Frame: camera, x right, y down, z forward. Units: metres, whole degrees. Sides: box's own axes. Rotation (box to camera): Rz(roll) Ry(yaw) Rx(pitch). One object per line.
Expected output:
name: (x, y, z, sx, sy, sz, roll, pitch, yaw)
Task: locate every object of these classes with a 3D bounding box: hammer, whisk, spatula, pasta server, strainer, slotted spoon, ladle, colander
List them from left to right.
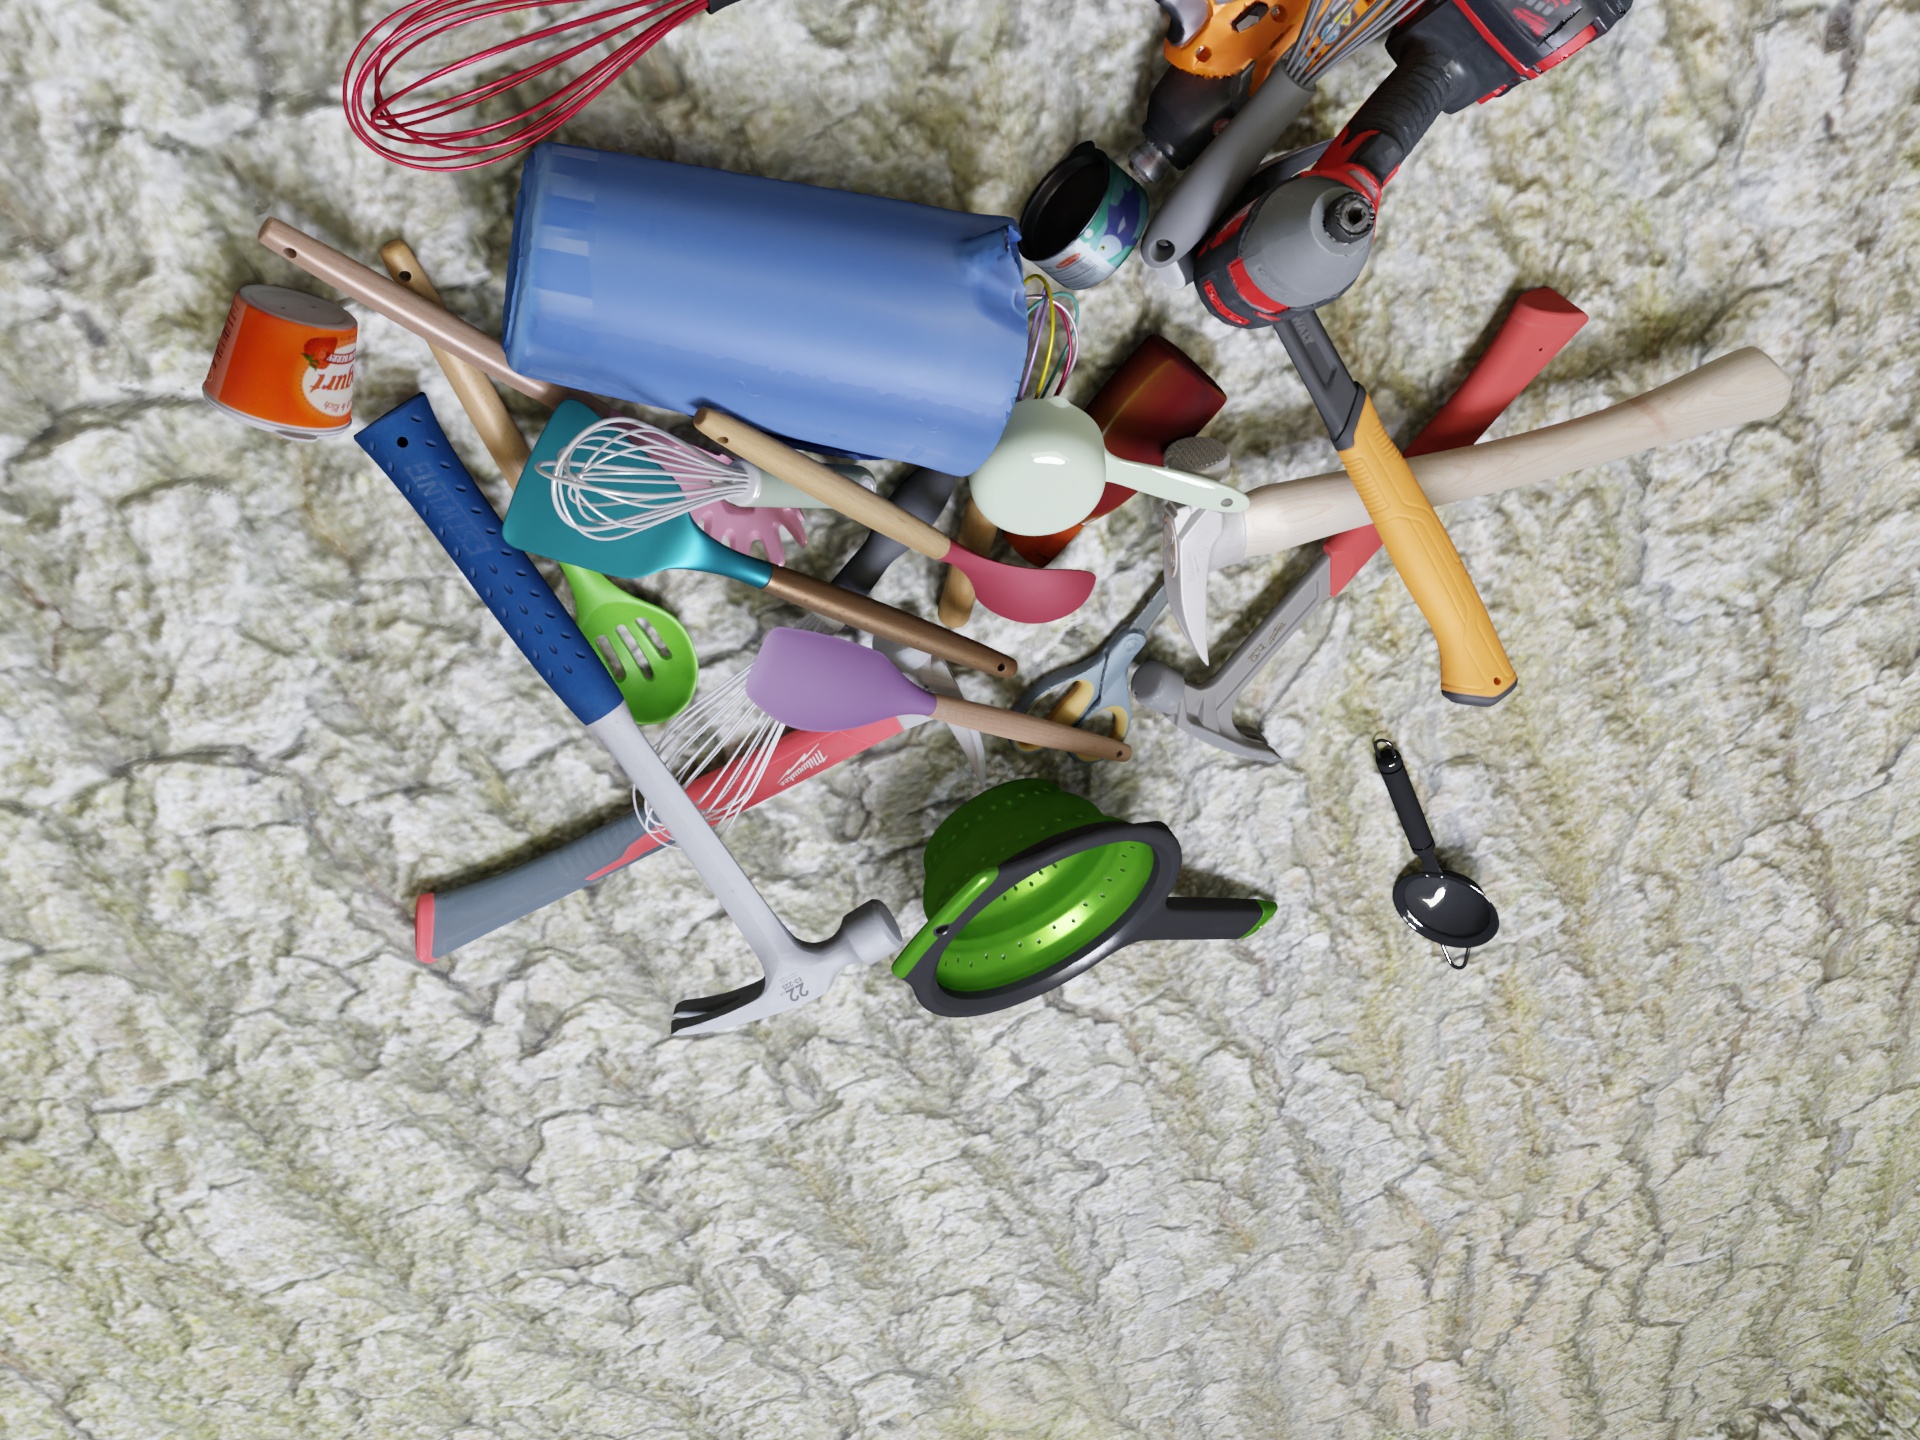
slotted spoon: (-0.227, -0.119, 0.866, 0.070, 0.031, 0.313, -24, 130, -1)
pasta server: (-0.206, -0.162, 0.815, 0.060, 0.040, 0.316, -36, 137, 28)
hammer: (-0.196, 0.007, 0.879, 0.144, 0.035, 0.405, -30, 111, 5)
whisk: (-0.135, -0.322, 0.716, 0.296, 0.073, 0.073, -25, 132, -8)
hammer: (-0.172, 0.069, 1.032, 0.386, 0.038, 0.143, -26, 133, 2)
whisk: (-0.117, -0.121, 0.807, 0.246, 0.059, 0.057, -11, 119, -59)
spatula: (-0.091, -0.078, 0.883, 0.317, 0.044, 0.082, 20, 103, -37)
whisk: (-0.095, -0.040, 0.939, 0.070, 0.070, 0.284, 35, 97, -38)
ladle: (-0.026, -0.105, 0.866, 0.069, 0.031, 0.315, -18, 155, 34)
spatula: (-0.002, -0.003, 0.990, 0.315, 0.018, 0.059, 13, 108, -41)
whisk: (0.021, -0.147, 0.912, 0.051, 0.047, 0.244, -33, 154, -37)
colander: (0.096, 0.114, 1.146, 0.396, 0.095, 0.204, 8, 131, -47)
whisk: (0.155, -0.303, 0.748, 0.055, 0.055, 0.239, 12, 141, -28)
hammer: (0.270, -0.122, 1.034, 0.149, 0.037, 0.359, 21, 117, -41)
hammer: (0.236, -0.155, 0.897, 0.127, 0.034, 0.336, -34, 106, -6)
strainer: (0.368, 0.101, 1.255, 0.087, 0.050, 0.258, 2, 138, 37)
hammer: (0.320, -0.147, 0.979, 0.410, 0.038, 0.146, -15, 130, -9)

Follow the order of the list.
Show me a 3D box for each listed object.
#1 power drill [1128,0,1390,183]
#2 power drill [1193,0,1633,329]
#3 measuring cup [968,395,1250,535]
power drill: (0.095, -0.368, 0.748, 0.164, 0.084, 0.226, -44, 133, 17)
power drill: (0.213, -0.289, 0.776, 0.078, 0.143, 0.219, 42, 86, -11)
measuring cup: (0.084, -0.125, 0.871, 0.167, 0.038, 0.083, 11, 140, -14)
